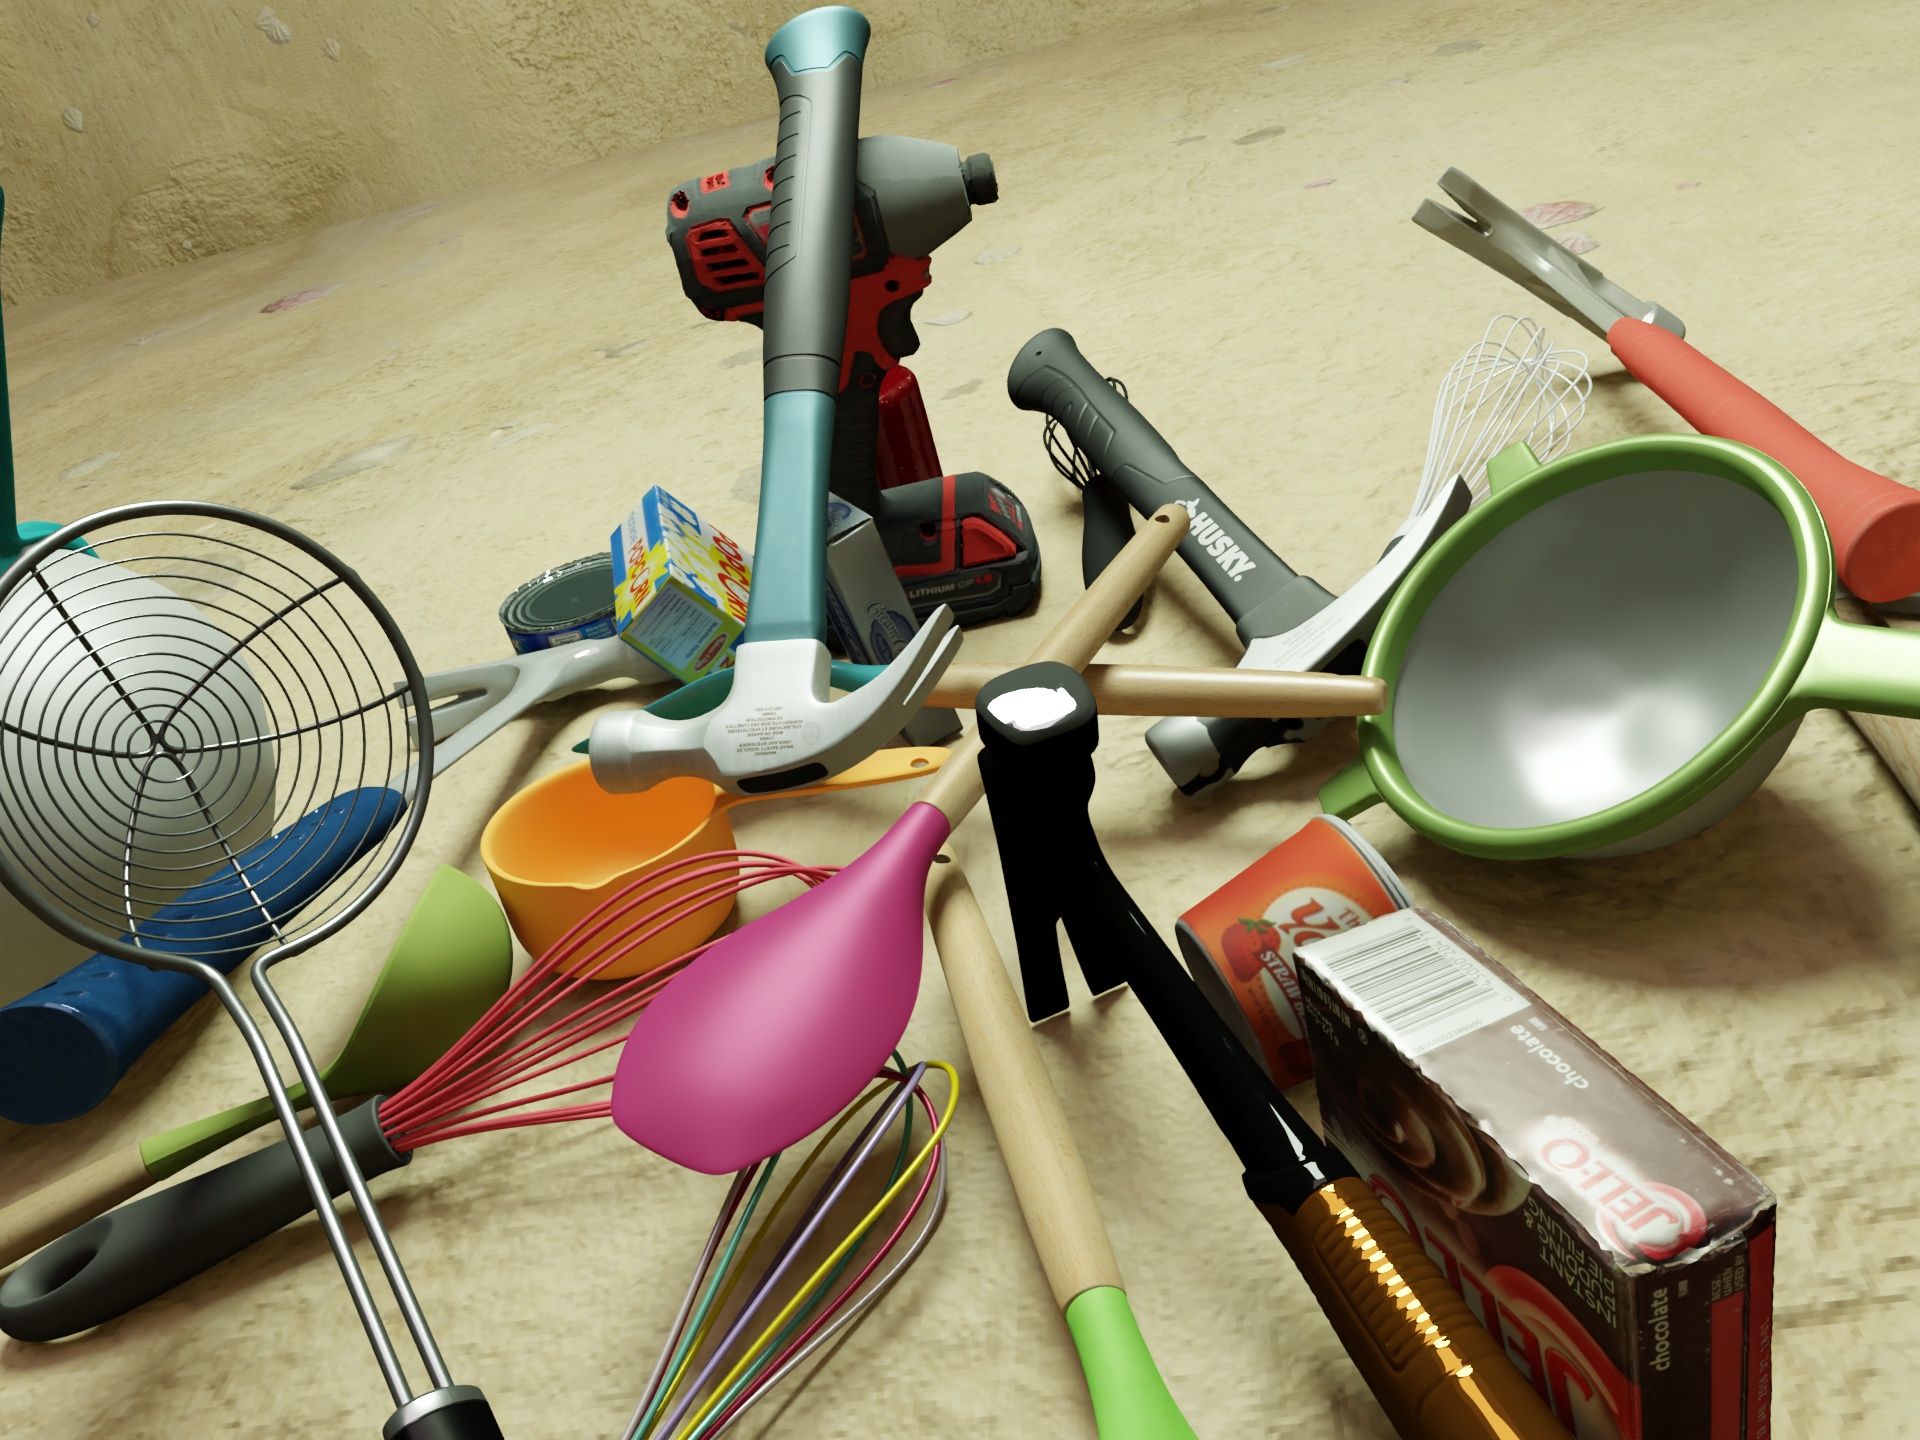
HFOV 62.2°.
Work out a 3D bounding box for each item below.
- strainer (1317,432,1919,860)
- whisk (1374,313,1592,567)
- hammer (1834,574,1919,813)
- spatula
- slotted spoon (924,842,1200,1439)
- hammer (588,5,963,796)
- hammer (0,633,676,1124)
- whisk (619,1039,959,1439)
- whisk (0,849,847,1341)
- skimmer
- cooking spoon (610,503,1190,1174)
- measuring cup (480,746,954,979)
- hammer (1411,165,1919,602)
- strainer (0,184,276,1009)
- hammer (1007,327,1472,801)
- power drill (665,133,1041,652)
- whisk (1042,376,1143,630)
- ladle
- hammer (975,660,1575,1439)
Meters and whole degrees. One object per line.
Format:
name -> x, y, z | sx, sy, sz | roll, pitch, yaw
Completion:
strainer -> 0.235, -0.005, 0.456 | 0.256, 0.069, 0.151 | 13, 70, 55
whisk -> 0.207, -0.090, 0.680 | 0.070, 0.070, 0.285 | 7, 42, 35
hammer -> 0.295, 0.025, 0.454 | 0.130, 0.031, 0.332 | -10, 30, 10
spatula -> -0.001, -0.002, 0.591 | 0.317, 0.044, 0.082 | 2, -3, 30
slotted spoon -> 0.028, 0.123, 0.390 | 0.070, 0.031, 0.314 | -2, 31, -15
hammer -> -0.062, -0.133, 0.606 | 0.128, 0.033, 0.331 | -2, 70, 10
hammer -> -0.220, 0.031, 0.598 | 0.144, 0.035, 0.406 | -13, 15, 10
whisk -> -0.068, 0.167, 0.376 | 0.047, 0.051, 0.245 | 10, 41, 29
whisk -> -0.158, 0.118, 0.494 | 0.296, 0.073, 0.073 | -26, 30, -4
skimmer -> -0.133, 0.089, 0.362 | 0.127, 0.090, 0.364 | 1, 39, -46
cooking spoon -> 0.003, 0.015, 0.502 | 0.069, 0.017, 0.319 | 19, 45, 24
measuring cup -> -0.084, 0.047, 0.585 | 0.173, 0.052, 0.095 | -10, 29, -4
hammer -> 0.288, -0.144, 0.646 | 0.149, 0.036, 0.359 | 28, 26, -13
strainer -> -0.301, -0.016, 0.567 | 0.095, 0.340, 0.211 | 10, 32, -10
hammer -> 0.092, -0.104, 0.689 | 0.146, 0.035, 0.335 | -37, 35, 7
power drill -> -0.035, -0.151, 0.726 | 0.143, 0.219, 0.079 | -12, 29, 6
whisk -> 0.069, -0.111, 0.790 | 0.055, 0.055, 0.239 | -11, 34, 8
ladle -> -0.292, 0.145, 0.512 | 0.320, 0.062, 0.078 | -28, 1, -14
hammer -> 0.085, 0.122, 0.344 | 0.034, 0.127, 0.337 | -21, 39, -12
